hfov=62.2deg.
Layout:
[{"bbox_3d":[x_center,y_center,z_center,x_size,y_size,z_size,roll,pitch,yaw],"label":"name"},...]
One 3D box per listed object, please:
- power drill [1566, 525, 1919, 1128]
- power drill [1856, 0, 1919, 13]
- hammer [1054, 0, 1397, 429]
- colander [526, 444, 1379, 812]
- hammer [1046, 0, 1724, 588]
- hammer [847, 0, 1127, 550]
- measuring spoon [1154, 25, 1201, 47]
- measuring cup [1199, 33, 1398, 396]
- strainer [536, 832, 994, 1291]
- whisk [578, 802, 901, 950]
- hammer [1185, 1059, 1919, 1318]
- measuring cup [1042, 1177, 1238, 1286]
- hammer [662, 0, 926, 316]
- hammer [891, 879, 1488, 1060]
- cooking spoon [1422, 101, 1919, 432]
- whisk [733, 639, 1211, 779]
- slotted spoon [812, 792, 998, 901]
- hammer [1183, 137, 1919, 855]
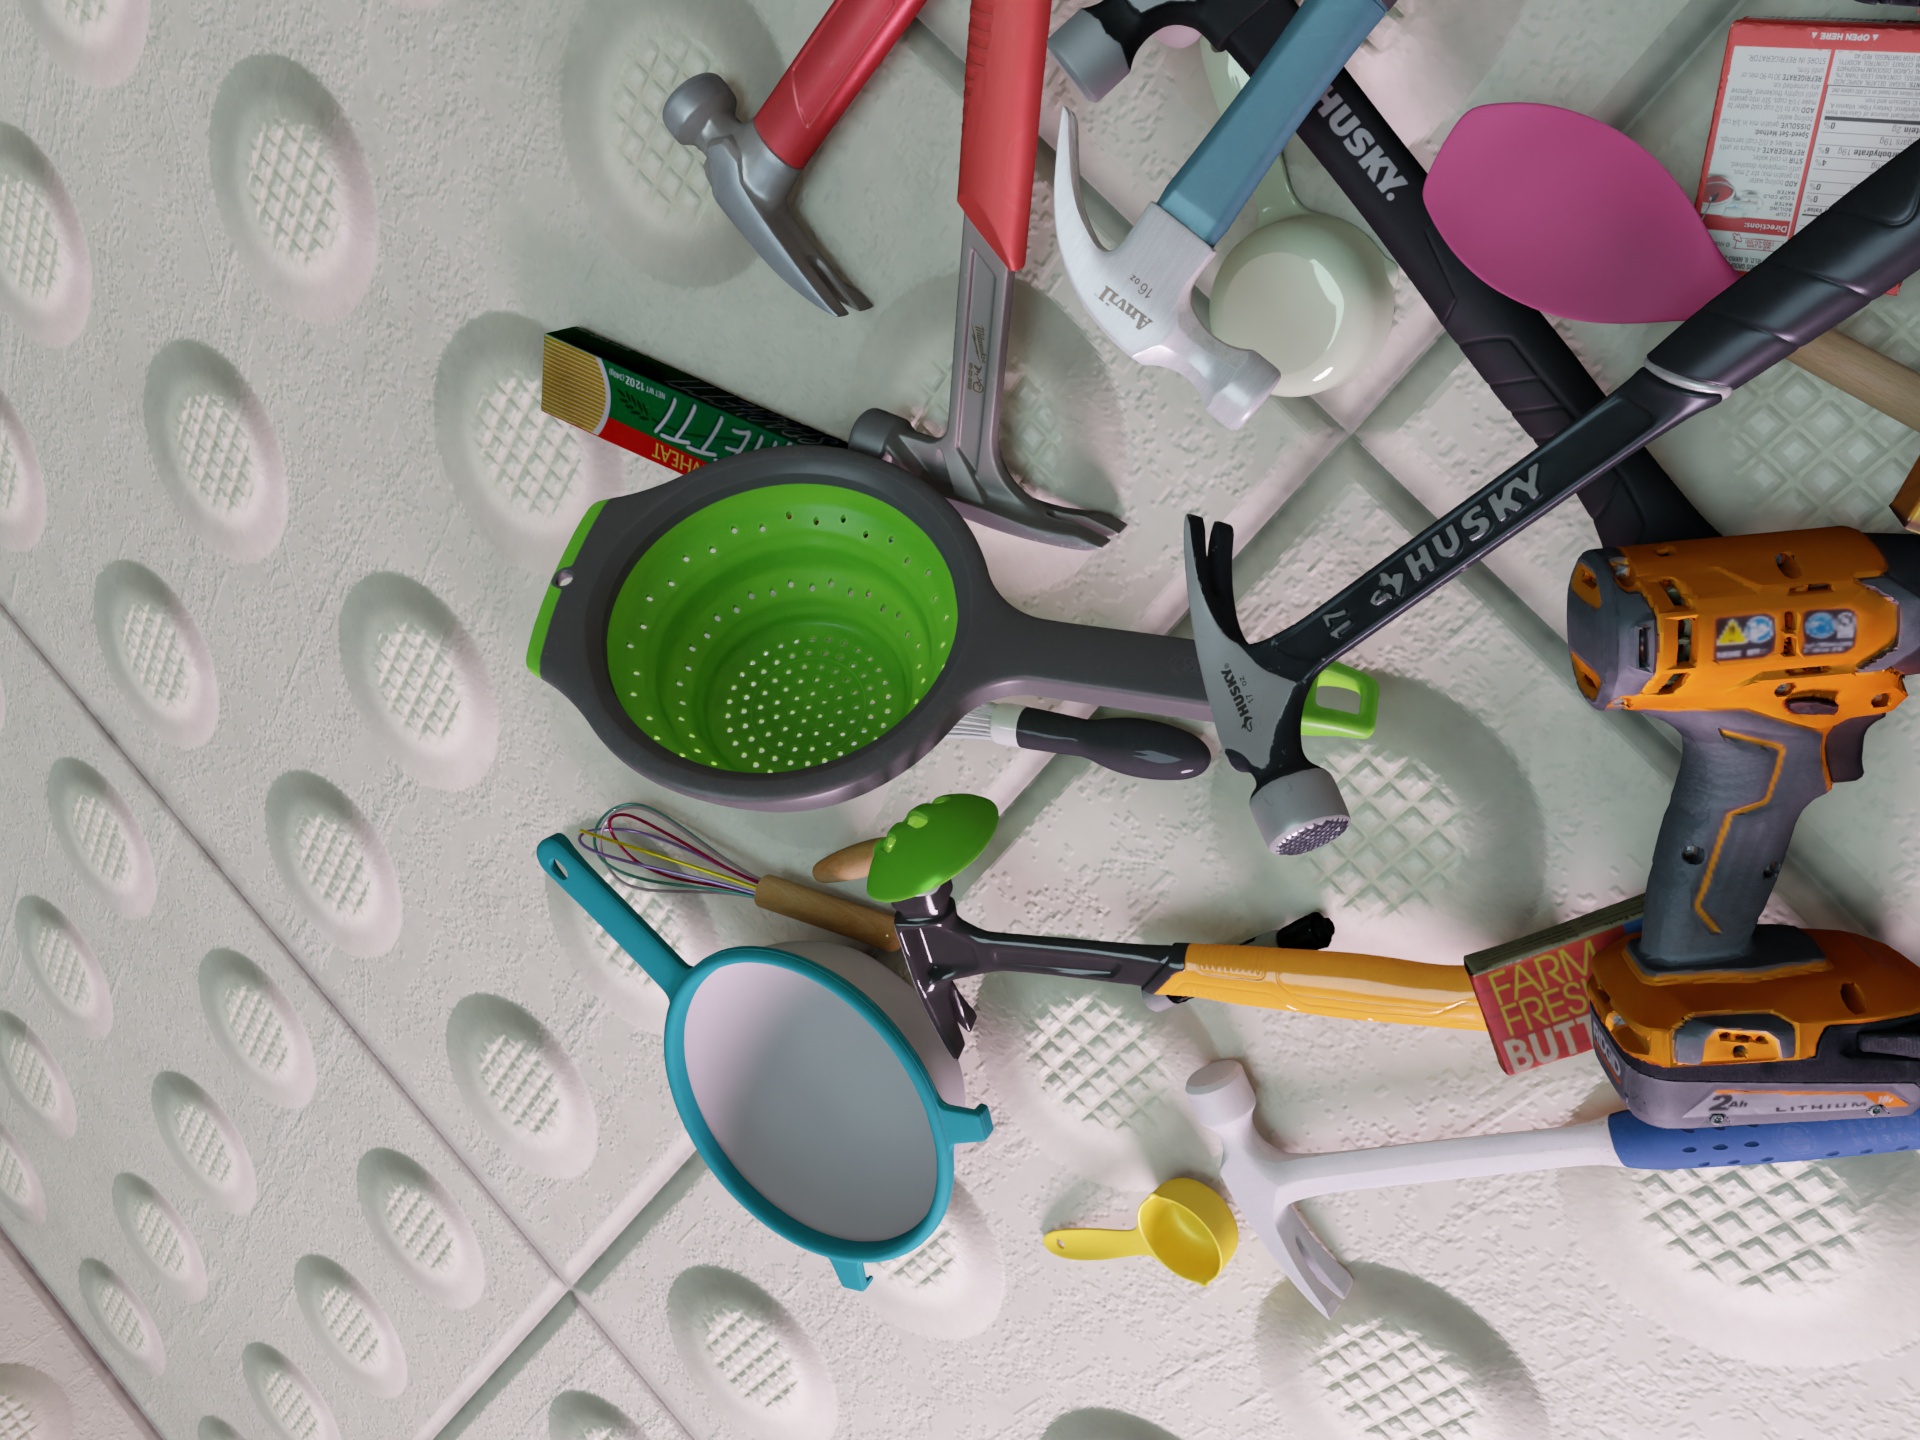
[{"bbox_3d":[0.324,0.037,0.612,0.164,0.084,0.226,-5,107,7],"label":"power drill"},{"bbox_3d":[0.386,-0.261,0.454,0.220,0.078,0.143,20,122,23],"label":"power drill"},{"bbox_3d":[0.153,-0.275,0.572,0.128,0.033,0.331,37,109,0],"label":"hammer"},{"bbox_3d":[-0.004,-0.018,0.776,0.397,0.205,0.094,9,151,11],"label":"colander"},{"bbox_3d":[0.193,-0.187,0.626,0.146,0.035,0.335,-39,93,14],"label":"hammer"},{"bbox_3d":[0.025,-0.248,0.700,0.149,0.037,0.358,23,130,21],"label":"hammer"},{"bbox_3d":[0.099,-0.340,0.649,0.034,0.018,0.124,42,129,39],"label":"measuring spoon"},{"bbox_3d":[0.127,-0.218,0.675,0.083,0.038,0.167,-13,104,38],"label":"measuring cup"},{"bbox_3d":[-0.120,0.175,0.989,0.340,0.095,0.211,42,127,14],"label":"strainer"},{"bbox_3d":[-0.141,0.101,1.011,0.245,0.051,0.047,15,143,25],"label":"whisk"},{"bbox_3d":[0.300,0.203,0.745,0.405,0.035,0.144,-21,97,39],"label":"hammer"},{"bbox_3d":[0.103,0.301,0.941,0.156,0.029,0.062,-27,94,51],"label":"measuring cup"},{"bbox_3d":[0.007,-0.352,0.701,0.143,0.038,0.386,52,130,3],"label":"hammer"},{"bbox_3d":[0.128,0.134,0.804,0.337,0.034,0.127,1,127,25],"label":"hammer"},{"bbox_3d":[0.313,-0.130,0.570,0.319,0.017,0.068,32,129,9],"label":"cooking spoon"},{"bbox_3d":[-0.001,-0.004,0.856,0.285,0.070,0.070,10,116,26],"label":"whisk"},{"bbox_3d":[-0.046,0.072,0.833,0.031,0.070,0.314,50,163,-4],"label":"slotted spoon"},{"bbox_3d":[0.232,-0.110,0.552,0.409,0.036,0.149,-40,58,38],"label":"hammer"}]
